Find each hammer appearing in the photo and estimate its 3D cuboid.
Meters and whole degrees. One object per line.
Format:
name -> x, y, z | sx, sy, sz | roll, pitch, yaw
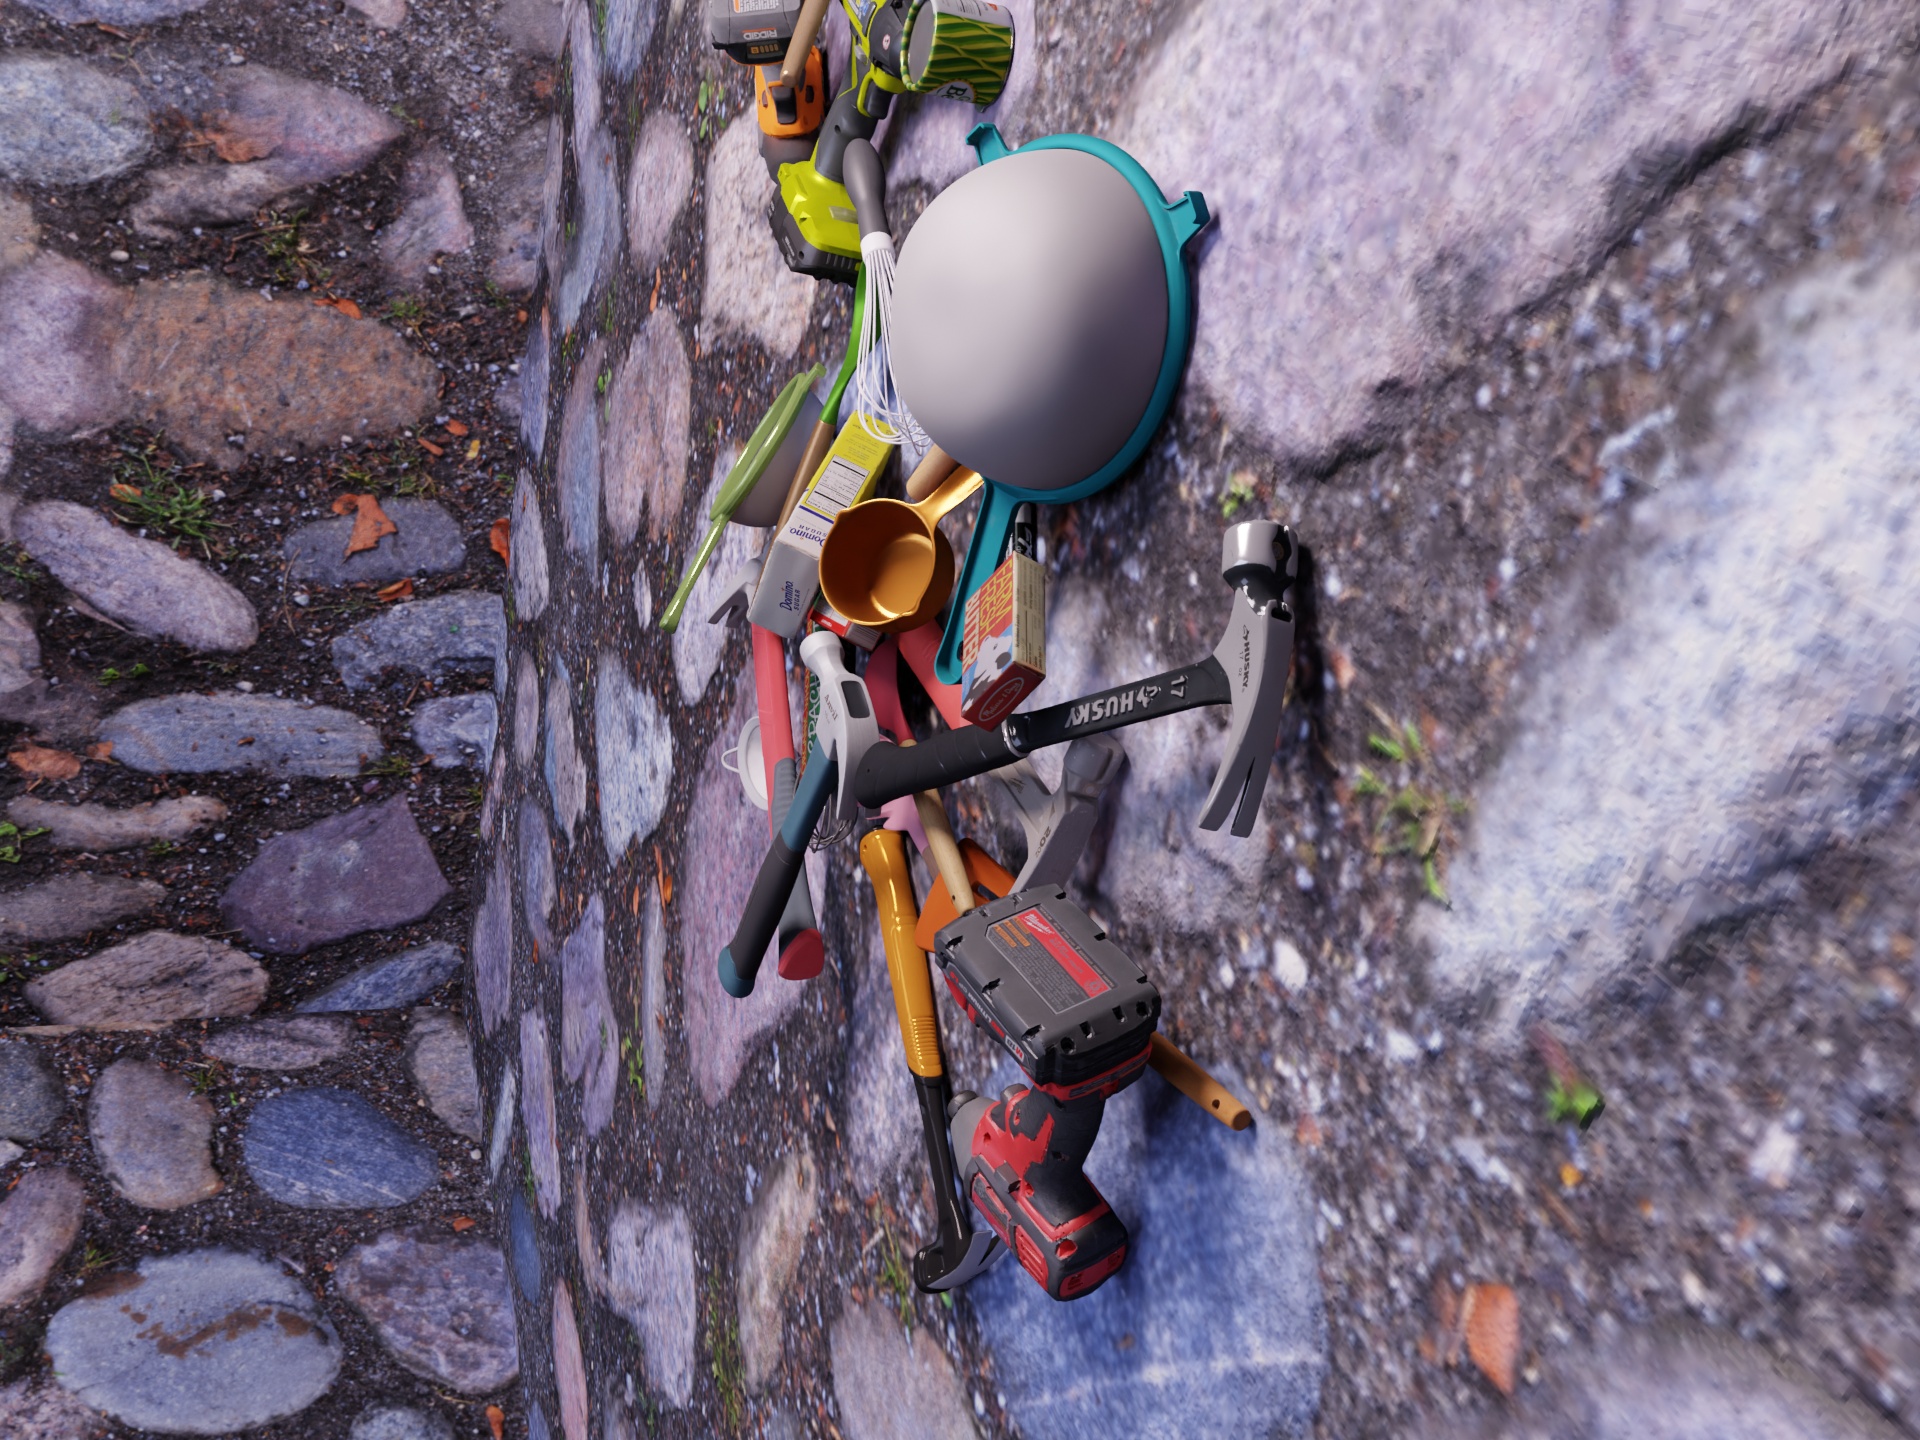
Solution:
hammer -> -0.028, 0.226, 1.140 | 0.127, 0.034, 0.337 | 125, 140, -52
hammer -> -0.002, -0.003, 1.069 | 0.149, 0.036, 0.359 | -63, 30, 19
hammer -> -0.162, 0.038, 1.360 | 0.143, 0.038, 0.387 | -39, 50, 46
hammer -> 0.043, 0.011, 0.909 | 0.409, 0.036, 0.149 | -19, 62, 57
hammer -> -0.128, 0.095, 1.192 | 0.128, 0.033, 0.330 | 63, 142, 36

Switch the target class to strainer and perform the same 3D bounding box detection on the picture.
strainer -> 0.008, -0.173, 0.933 | 0.211, 0.095, 0.340 | 36, 120, 40
strainer -> -0.139, 0.042, 1.391 | 0.258, 0.050, 0.087 | 6, 101, 60
strainer -> -0.172, -0.174, 1.358 | 0.256, 0.069, 0.151 | -65, 18, -17

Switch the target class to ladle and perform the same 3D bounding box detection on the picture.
ladle -> -0.030, 0.035, 1.115 | 0.316, 0.031, 0.069 | -113, 29, -54

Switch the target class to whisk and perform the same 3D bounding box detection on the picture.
whisk -> -0.110, 0.005, 1.295 | 0.055, 0.055, 0.239 | 120, 155, -47
whisk -> 0.011, -0.201, 1.075 | 0.245, 0.047, 0.051 | 140, 128, -65
whisk -> -0.052, -0.300, 1.099 | 0.070, 0.070, 0.285 | 126, 141, -51

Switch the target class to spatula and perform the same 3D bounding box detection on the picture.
spatula -> 0.065, 0.157, 0.929 | 0.081, 0.041, 0.323 | -64, 29, 3

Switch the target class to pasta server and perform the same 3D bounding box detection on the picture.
pasta server -> -0.018, 0.110, 1.122 | 0.317, 0.040, 0.060 | 59, 134, 48

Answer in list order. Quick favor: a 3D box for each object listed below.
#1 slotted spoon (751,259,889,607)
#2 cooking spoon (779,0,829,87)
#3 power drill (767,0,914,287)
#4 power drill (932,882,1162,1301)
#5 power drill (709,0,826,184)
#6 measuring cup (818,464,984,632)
slotted spoon -> -0.116, -0.221, 1.289 | 0.070, 0.031, 0.313 | -109, 38, -55
cooking spoon -> -0.099, -0.595, 1.239 | 0.068, 0.017, 0.319 | 108, 174, -57
power drill -> -0.075, -0.459, 1.233 | 0.223, 0.080, 0.171 | -64, 33, 37
power drill -> 0.039, 0.207, 0.887 | 0.143, 0.078, 0.219 | 44, 143, 43
power drill -> -0.153, -0.548, 1.331 | 0.226, 0.084, 0.164 | 77, -172, -78
measuring cup -> -0.016, -0.131, 1.083 | 0.173, 0.052, 0.095 | -41, 69, 10
